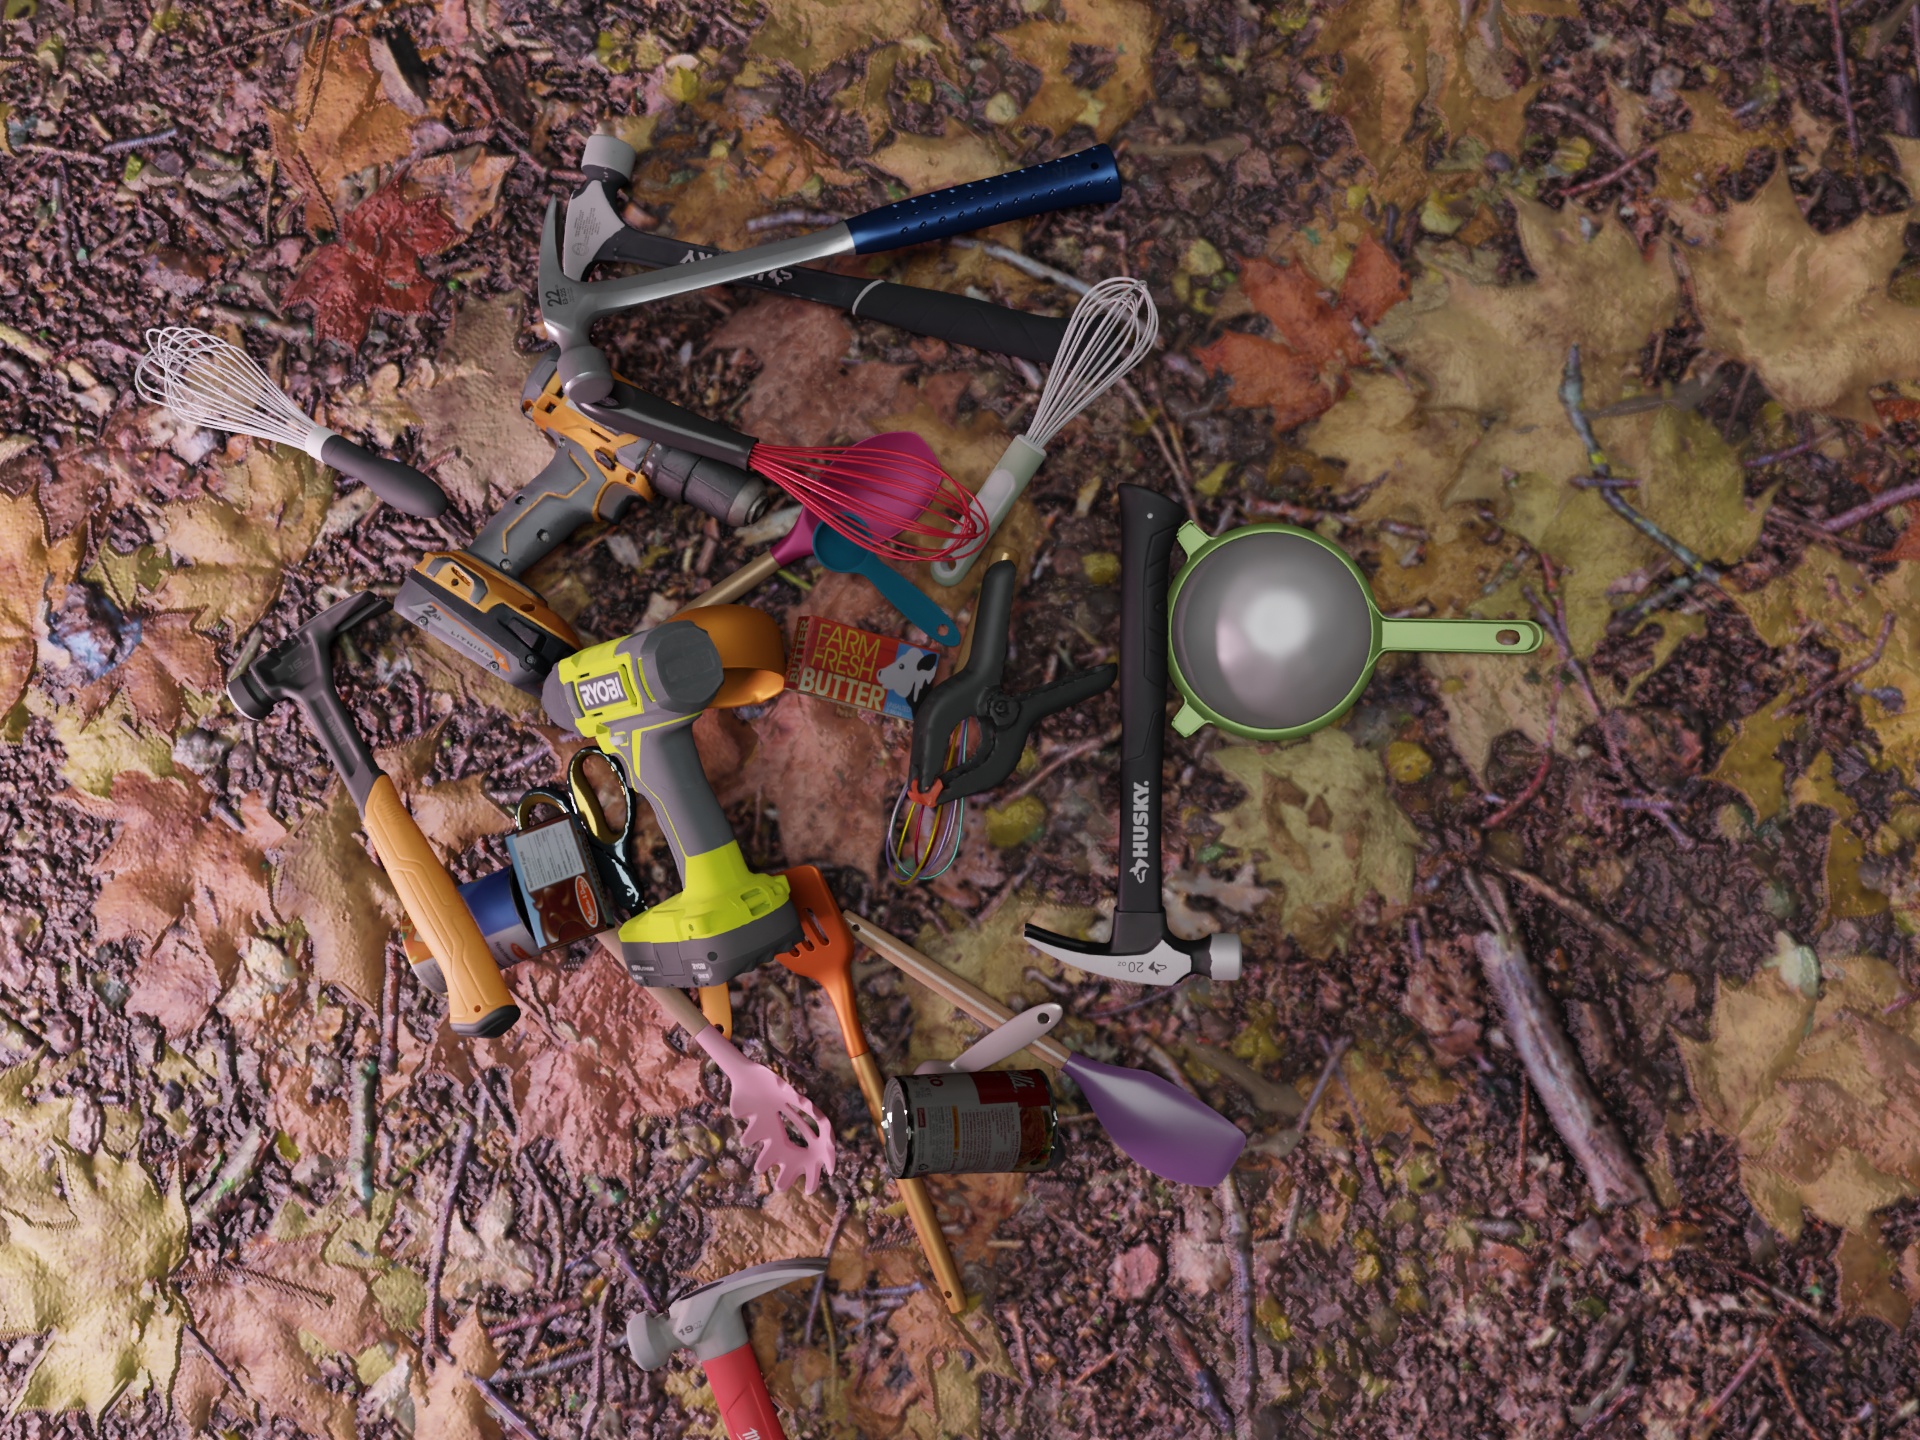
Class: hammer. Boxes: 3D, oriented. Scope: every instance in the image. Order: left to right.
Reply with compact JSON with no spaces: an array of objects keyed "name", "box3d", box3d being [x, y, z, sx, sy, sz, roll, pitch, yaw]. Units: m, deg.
[{"name":"hammer","box3d":[-0.380,0.066,1.078,0.127,0.034,0.337,-36,69,1]},{"name":"hammer","box3d":[-0.090,0.561,1.069,0.143,0.038,0.386,-22,85,1]},{"name":"hammer","box3d":[-0.088,-0.332,1.084,0.405,0.035,0.144,-17,73,-9]},{"name":"hammer","box3d":[-0.086,-0.298,1.123,0.409,0.036,0.149,14,89,5]},{"name":"hammer","box3d":[0.116,0.011,1.059,0.146,0.035,0.334,0,98,4]}]

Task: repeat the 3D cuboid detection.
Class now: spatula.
[{"name":"spatula","box3d":[-0.064,0.253,1.084,0.081,0.041,0.322,-24,86,24]},{"name":"spatula","box3d":[0.049,0.221,1.089,0.316,0.018,0.060,33,93,5]}]

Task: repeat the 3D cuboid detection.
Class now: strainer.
[{"name":"strainer","box3d":[0.264,-0.061,1.065,0.256,0.069,0.151,2,87,6]}]

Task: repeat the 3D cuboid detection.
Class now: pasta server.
[{"name":"pasta server","box3d":[-0.198,0.195,1.091,0.316,0.040,0.060,46,104,3]}]

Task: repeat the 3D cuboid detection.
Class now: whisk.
[{"name":"whisk","box3d":[-0.467,-0.204,1.109,0.285,0.070,0.070,28,89,18]},{"name":"whisk","box3d":[-0.121,-0.172,1.065,0.296,0.073,0.073,20,88,1]},{"name":"whisk","box3d":[0.000,-0.003,1.095,0.051,0.047,0.245,17,85,6]},{"name":"whisk","box3d":[0.053,-0.194,1.082,0.058,0.059,0.246,38,104,10]}]

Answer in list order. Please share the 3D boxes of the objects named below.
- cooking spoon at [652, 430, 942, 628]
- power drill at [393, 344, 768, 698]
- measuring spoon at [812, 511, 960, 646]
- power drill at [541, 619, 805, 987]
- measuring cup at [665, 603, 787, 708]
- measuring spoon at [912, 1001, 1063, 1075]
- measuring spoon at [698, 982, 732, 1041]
[{"name":"cooking spoon","box3d":[-0.152,-0.100,1.123,0.319,0.017,0.068,-34,101,2]},{"name":"power drill","box3d":[-0.259,-0.127,1.105,0.185,0.084,0.226,31,84,5]},{"name":"measuring spoon","box3d":[-0.051,-0.095,1.112,0.128,0.021,0.042,41,84,-11]},{"name":"power drill","box3d":[-0.196,0.055,1.037,0.171,0.080,0.223,-11,99,47]},{"name":"measuring cup","box3d":[-0.201,-0.036,1.102,0.173,0.095,0.052,-13,73,23]},{"name":"measuring spoon","box3d":[0.017,0.227,1.077,0.124,0.018,0.034,-35,92,15]},{"name":"measuring spoon","box3d":[-0.176,0.173,1.111,0.021,0.011,0.117,-10,86,4]}]
